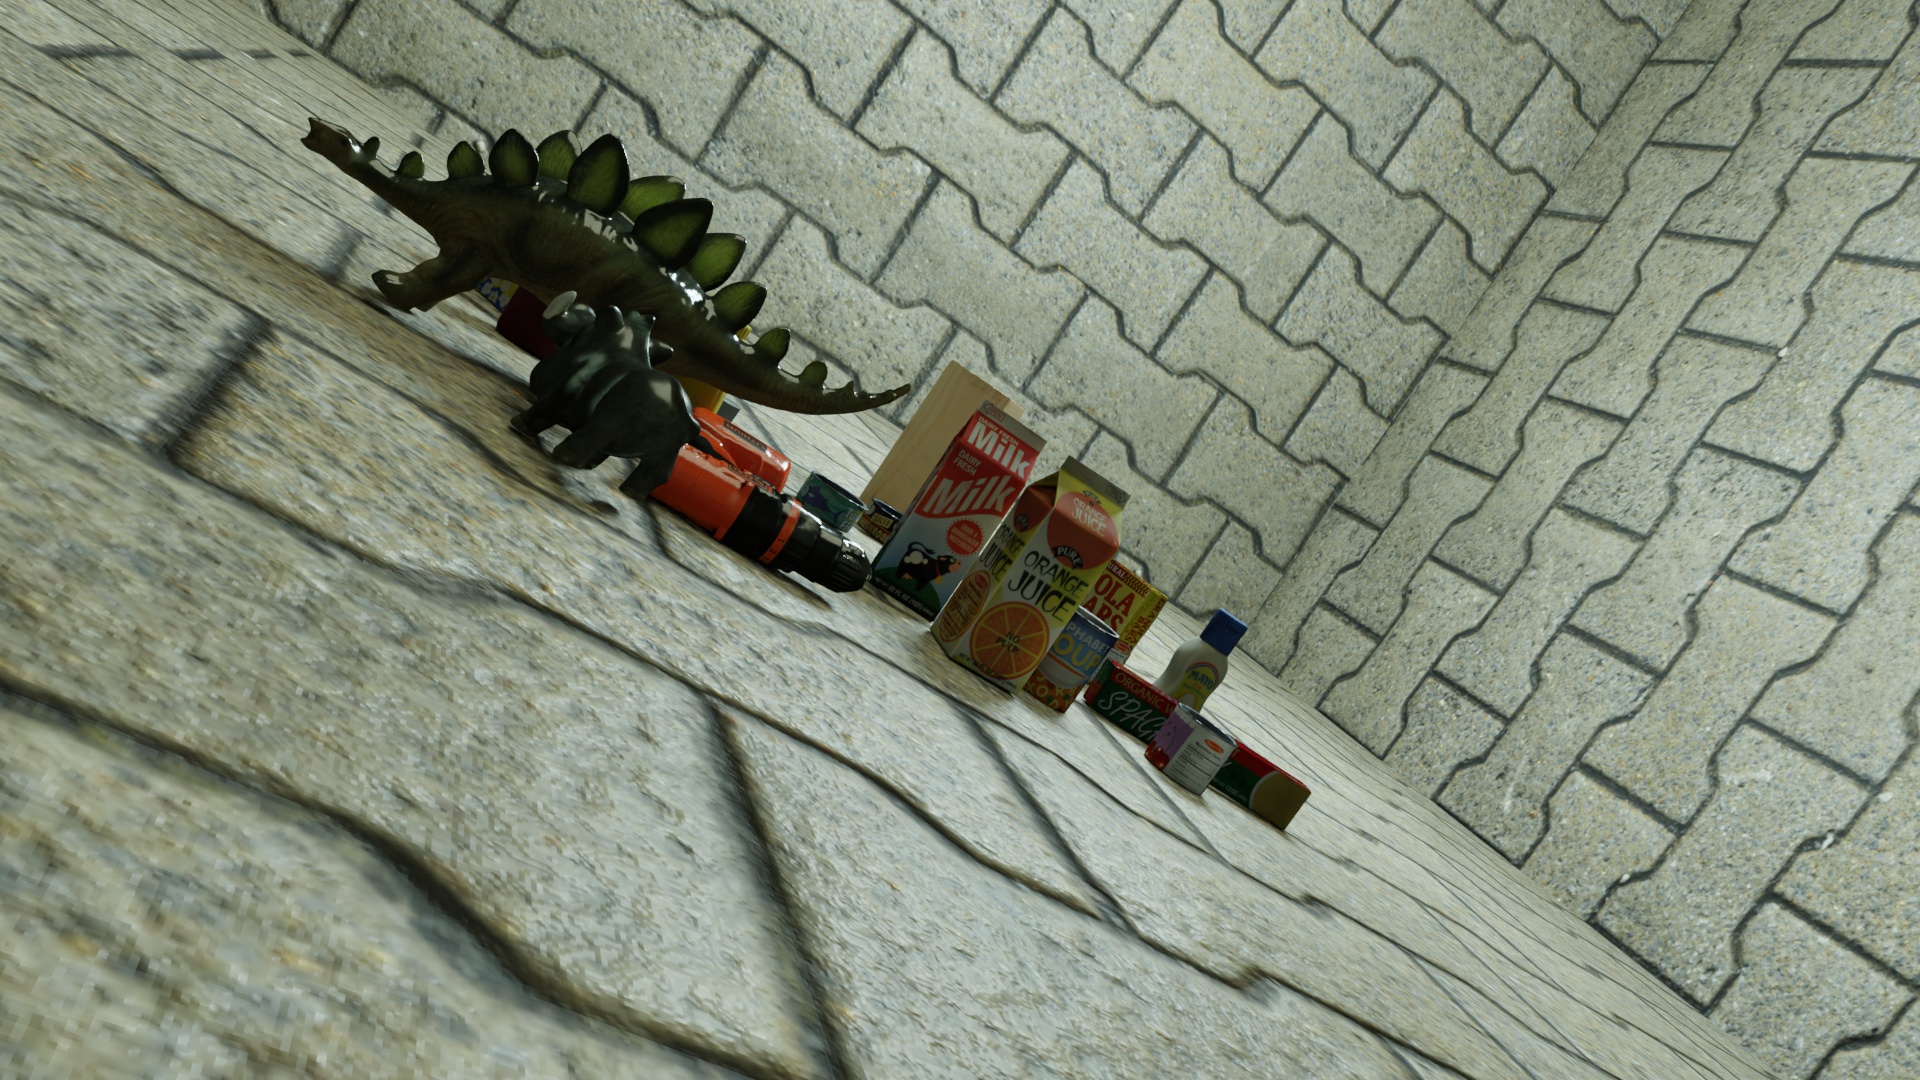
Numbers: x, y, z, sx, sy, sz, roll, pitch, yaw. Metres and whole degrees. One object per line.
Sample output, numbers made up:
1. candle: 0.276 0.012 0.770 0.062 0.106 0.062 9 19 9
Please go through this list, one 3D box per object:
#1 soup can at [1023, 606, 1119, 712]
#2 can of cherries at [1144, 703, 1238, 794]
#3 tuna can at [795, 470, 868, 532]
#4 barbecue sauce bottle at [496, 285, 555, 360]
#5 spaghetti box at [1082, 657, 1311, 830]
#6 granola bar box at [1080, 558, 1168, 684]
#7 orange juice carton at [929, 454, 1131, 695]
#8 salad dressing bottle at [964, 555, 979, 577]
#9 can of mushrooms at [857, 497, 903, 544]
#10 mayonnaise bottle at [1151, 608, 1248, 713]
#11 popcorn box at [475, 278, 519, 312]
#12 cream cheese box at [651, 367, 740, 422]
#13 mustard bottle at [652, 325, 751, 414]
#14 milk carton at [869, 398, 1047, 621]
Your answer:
1. soup can: 0.090 0.101 1.231 0.071 0.083 0.071 34 5 -3
2. can of cherries: 0.213 0.193 1.290 0.071 0.058 0.071 34 5 -3
3. tuna can: -0.129 -0.038 1.400 0.071 0.033 0.071 34 5 -3
4. barbecue sauce bottle: -0.341 -0.230 1.215 0.065 0.148 0.044 33 5 -10
5. spaghetti box: 0.235 0.203 1.377 0.250 0.050 0.029 33 5 -11
6. granola bar box: 0.137 0.072 1.540 0.039 0.124 0.166 30 7 -42
7. orange juice carton: 0.062 0.024 1.158 0.072 0.192 0.073 32 5 -22
8. salad dressing bottle: 0.005 -0.018 1.415 0.064 0.147 0.044 33 5 -14
9. can of mushrooms: -0.077 -0.015 1.508 0.071 0.033 0.071 34 5 -3
10. mayonnaise bottle: 0.242 0.140 1.443 0.064 0.148 0.041 33 5 -21
11. popcorn box: -0.411 -0.254 1.331 0.127 0.085 0.038 38 6 33
12. cream cheese box: -0.264 -0.130 1.298 0.104 0.053 0.024 32 5 -22
13. mustard bottle: -0.215 -0.145 1.153 0.065 0.160 0.049 33 5 -16
14. milk carton: -0.003 -0.029 1.249 0.072 0.190 0.073 34 5 -7
